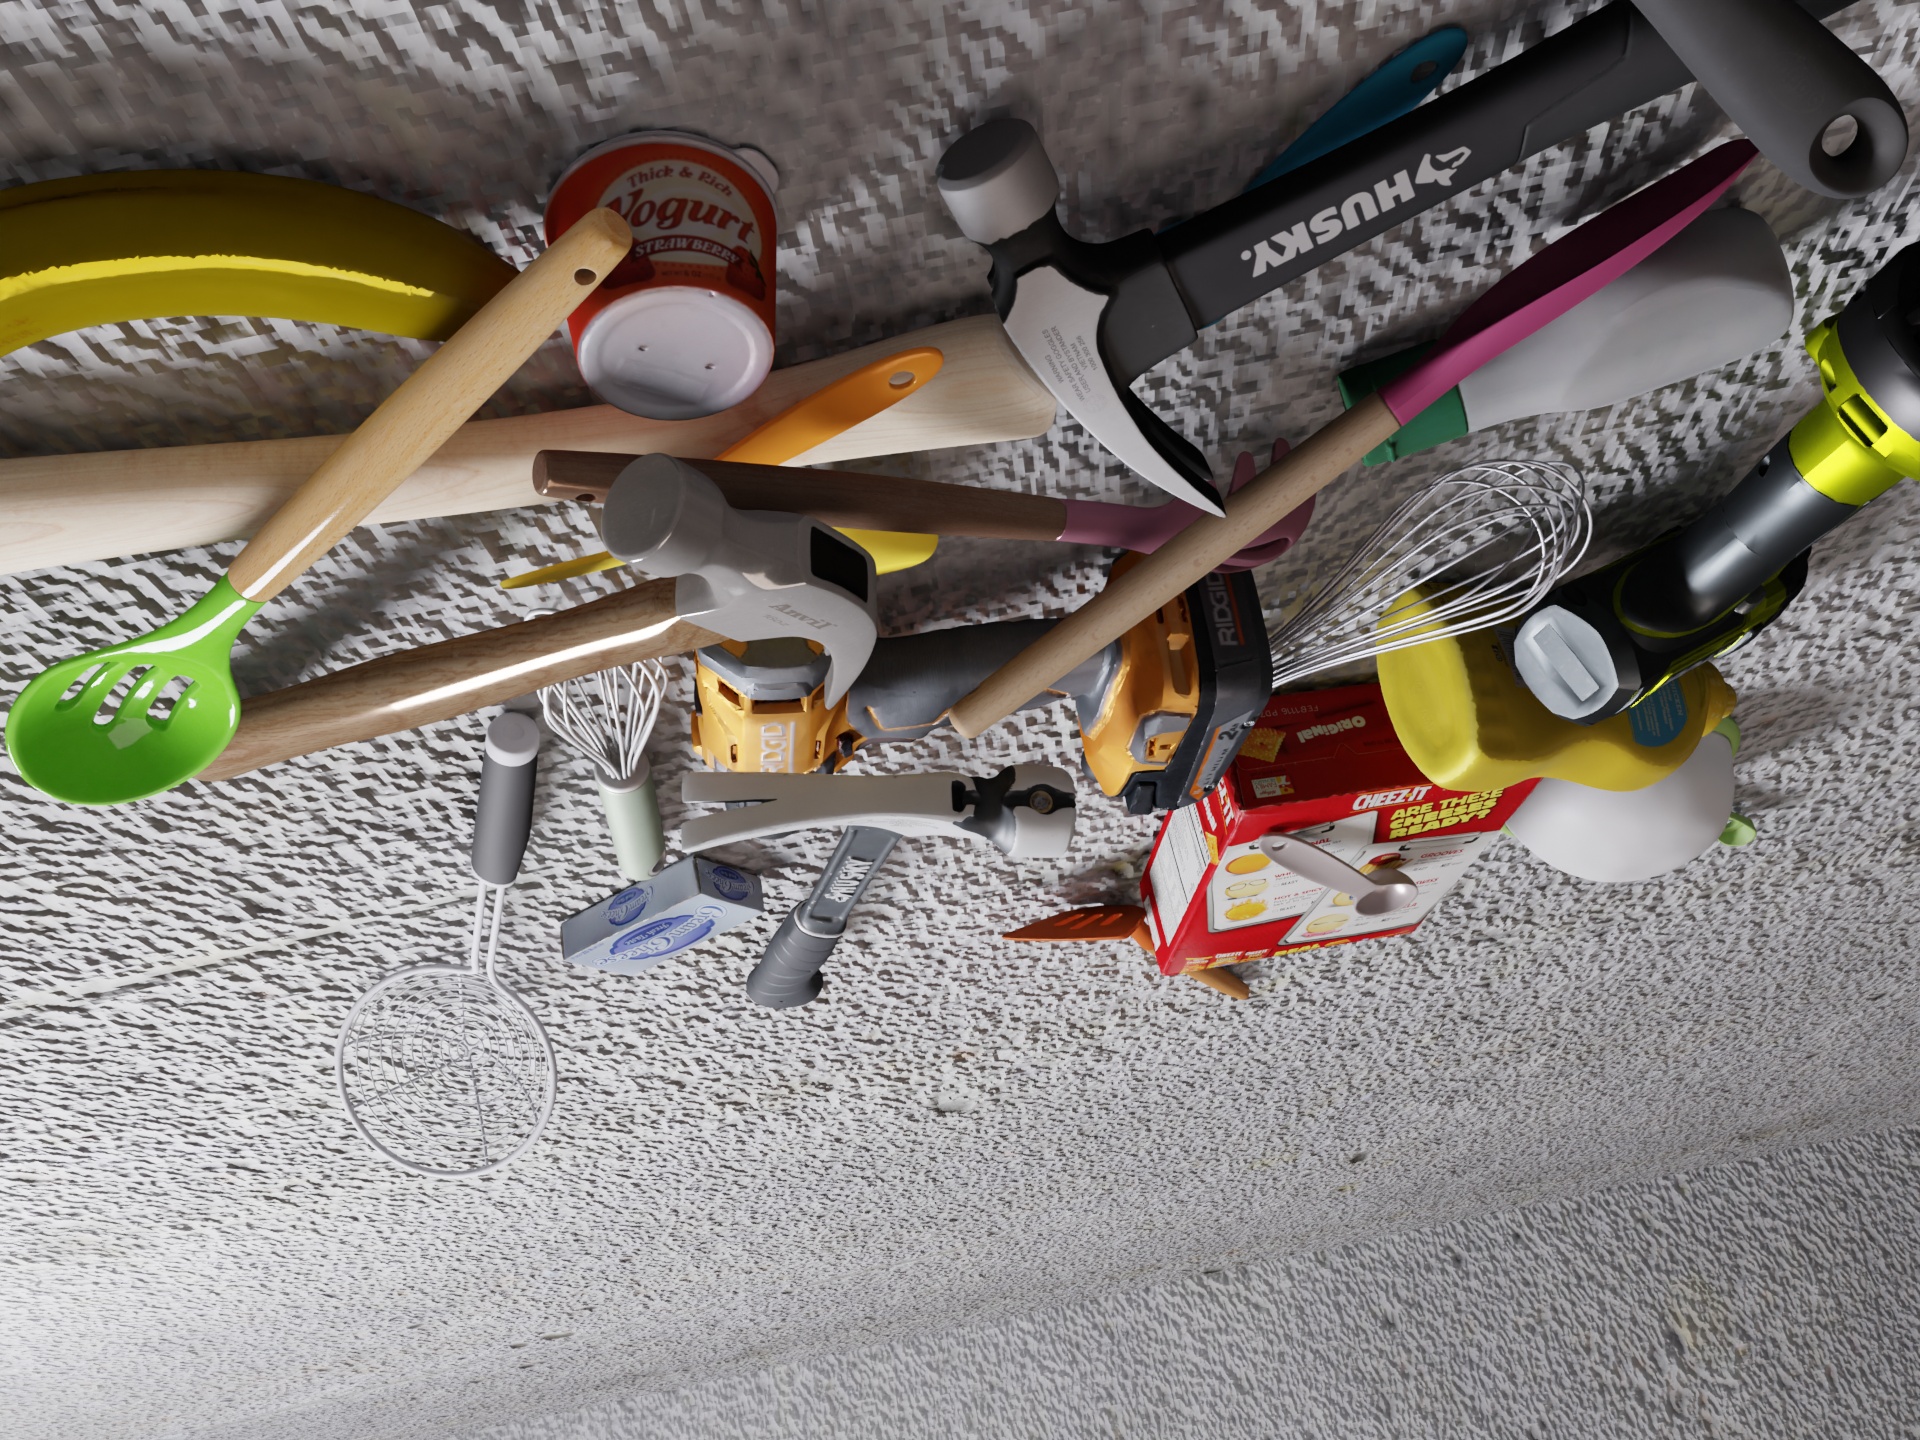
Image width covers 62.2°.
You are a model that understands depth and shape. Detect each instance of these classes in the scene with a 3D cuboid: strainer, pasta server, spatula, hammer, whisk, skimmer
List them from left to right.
[{"bbox_3d":[-0.173,-0.076,0.522,0.410,0.038,0.146,-9,153,-7],"label":"hammer"},{"bbox_3d":[-0.251,0.126,0.797,0.127,0.090,0.363,26,142,-2],"label":"skimmer"},{"bbox_3d":[-0.168,-0.016,0.548,0.331,0.031,0.130,-12,160,34],"label":"hammer"},{"bbox_3d":[-0.150,0.017,0.697,0.059,0.058,0.246,24,153,7],"label":"whisk"},{"bbox_3d":[-0.071,0.094,0.776,0.149,0.036,0.408,3,160,-13],"label":"hammer"},{"bbox_3d":[0.008,-0.077,0.540,0.316,0.040,0.060,0,157,-35],"label":"pasta server"},{"bbox_3d":[0.134,0.159,1.056,0.081,0.041,0.322,-5,159,29],"label":"spatula"},{"bbox_3d":[0.153,-0.034,0.711,0.070,0.070,0.284,13,148,-38],"label":"whisk"},{"bbox_3d":[0.171,-0.175,0.455,0.335,0.035,0.146,-24,133,14],"label":"hammer"},{"bbox_3d":[0.145,-0.197,0.369,0.295,0.073,0.073,20,138,-33],"label":"whisk"},{"bbox_3d":[0.437,0.069,0.981,0.256,0.069,0.151,17,140,-39],"label":"strainer"}]

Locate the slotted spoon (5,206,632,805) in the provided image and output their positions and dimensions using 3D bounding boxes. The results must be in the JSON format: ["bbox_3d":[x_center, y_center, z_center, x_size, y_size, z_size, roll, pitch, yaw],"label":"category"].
[{"bbox_3d":[-0.201,-0.055,0.484,0.313,0.031,0.070,-32,148,31],"label":"slotted spoon"}]

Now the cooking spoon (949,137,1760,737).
[{"bbox_3d":[0.123,-0.089,0.537,0.319,0.069,0.017,-36,103,15],"label":"cooking spoon"}]

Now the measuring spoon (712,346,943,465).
[{"bbox_3d":[-0.054,-0.086,0.501,0.117,0.011,0.021,-25,152,24],"label":"measuring spoon"}]

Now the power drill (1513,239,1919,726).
[{"bbox_3d":[0.342,-0.093,0.631,0.171,0.080,0.223,-23,161,-28],"label":"power drill"}]

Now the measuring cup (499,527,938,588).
[{"bbox_3d":[-0.080,-0.054,0.556,0.156,0.029,0.062,-16,-177,-21],"label":"measuring cup"}]

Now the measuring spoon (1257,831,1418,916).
[{"bbox_3d":[0.190,0.073,0.809,0.124,0.018,0.034,25,131,-38],"label":"measuring spoon"}]

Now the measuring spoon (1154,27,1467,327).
[{"bbox_3d":[0.104,-0.161,0.491,0.042,0.021,0.128,16,141,-40],"label":"measuring spoon"}]

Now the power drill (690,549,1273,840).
[{"bbox_3d":[-0.001,-0.002,0.681,0.226,0.084,0.185,-3,152,-9],"label":"power drill"}]
